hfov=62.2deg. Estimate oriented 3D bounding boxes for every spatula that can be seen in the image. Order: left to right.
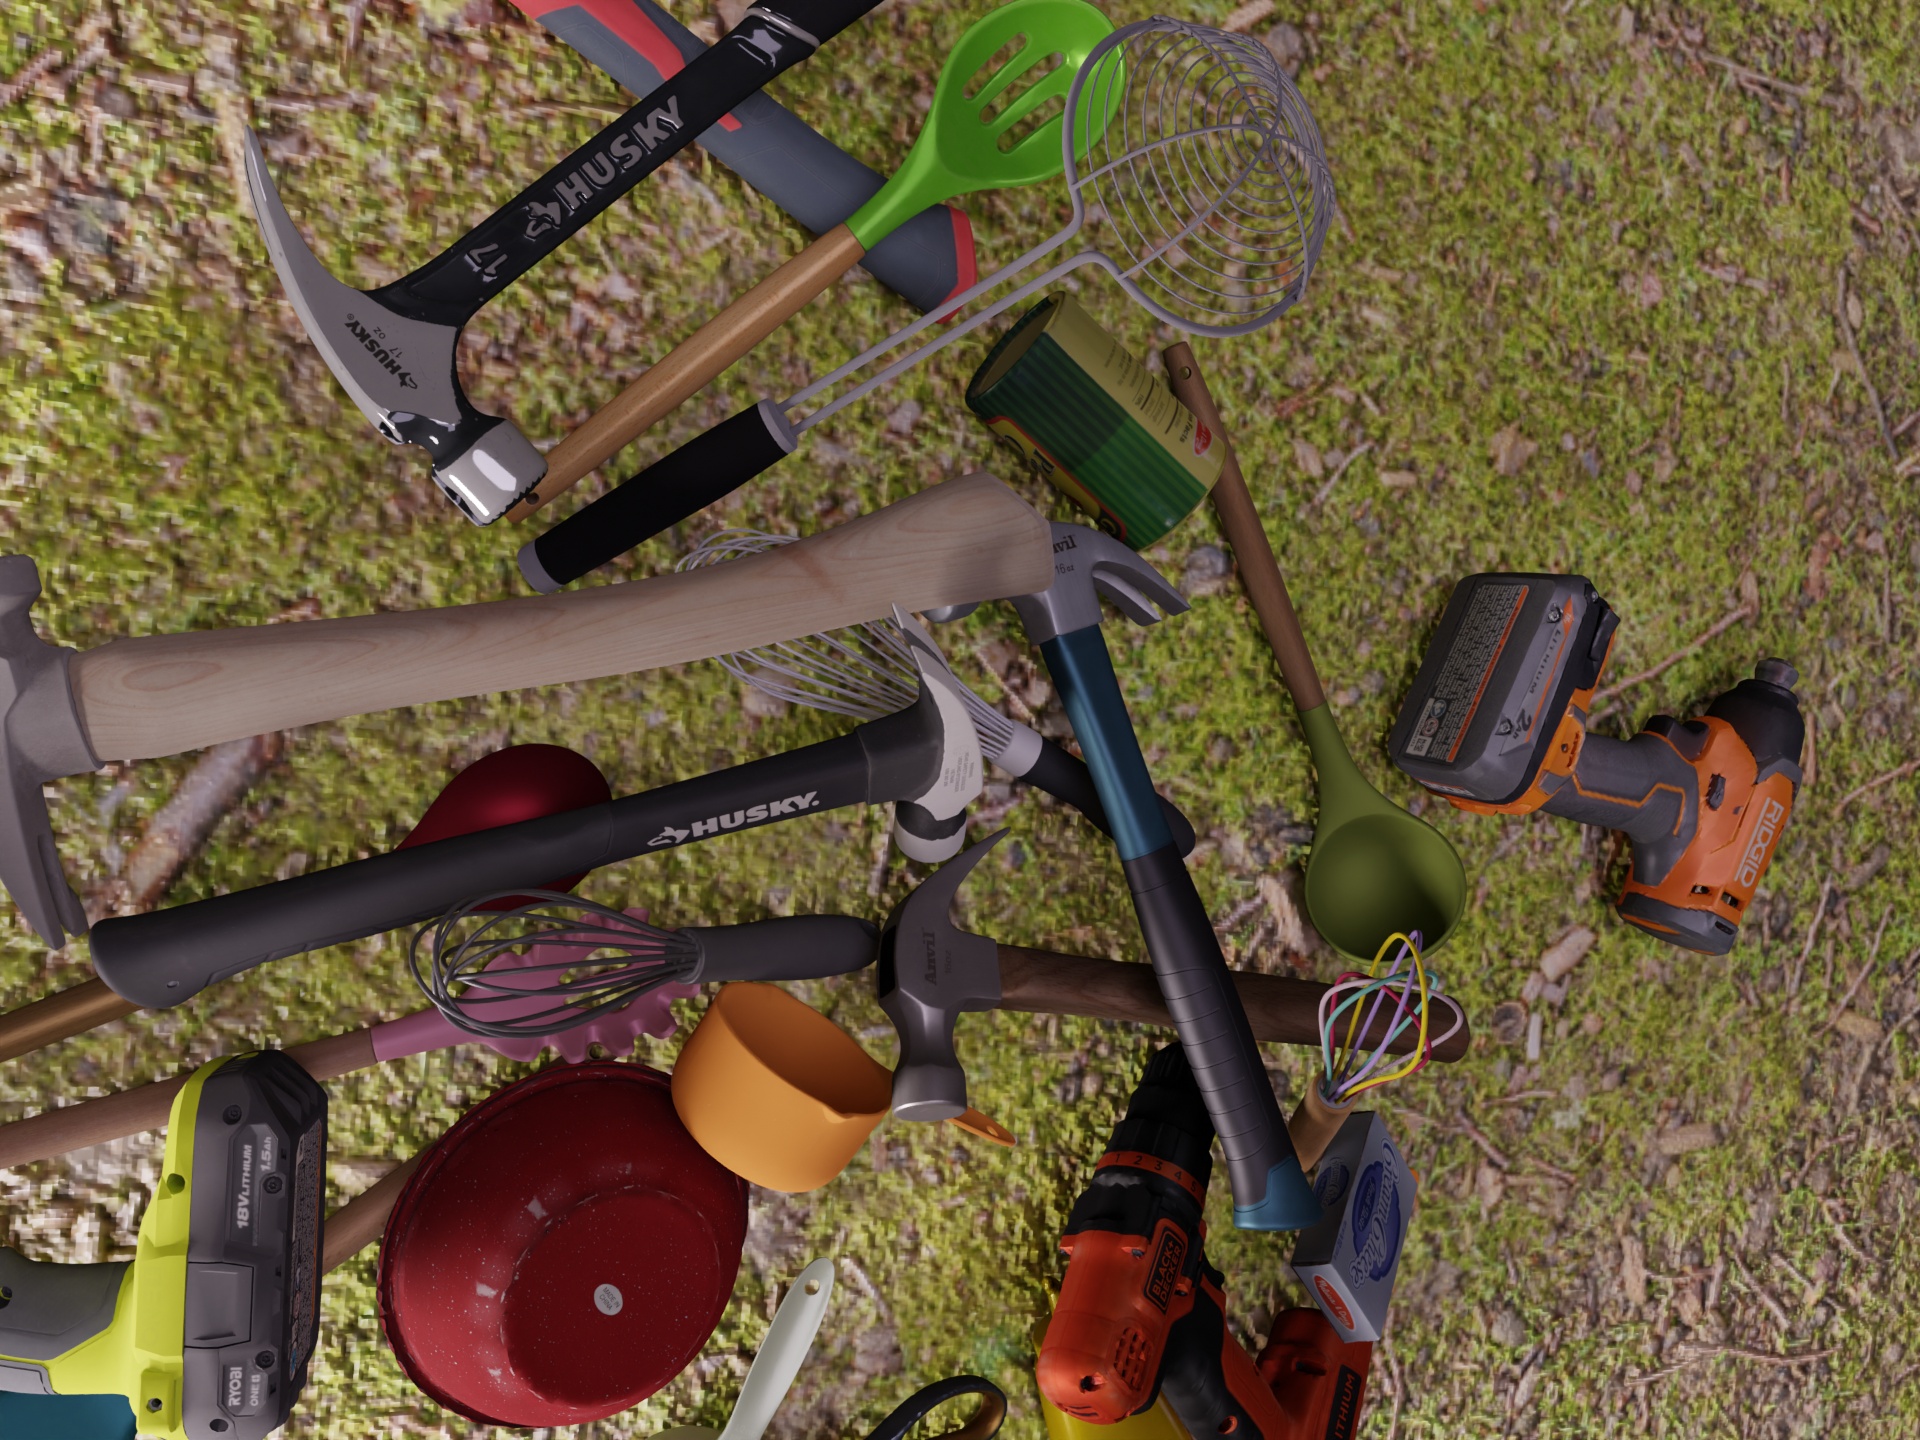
[{"bbox_3d":[-0.267,0.222,0.635,0.317,0.044,0.082,-36,88,-15],"label":"spatula"}]

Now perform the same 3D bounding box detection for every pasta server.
[{"bbox_3d":[-0.262,0.137,0.633,0.316,0.040,0.060,-13,87,-17],"label":"pasta server"}]

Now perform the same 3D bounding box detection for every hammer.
[{"bbox_3d":[-0.165,-0.021,0.609,0.410,0.038,0.146,-10,100,-6],"label":"hammer"},{"bbox_3d":[-0.158,-0.274,0.634,0.386,0.038,0.143,34,84,-19],"label":"hammer"},{"bbox_3d":[-0.150,0.044,0.608,0.334,0.146,0.035,-14,56,-15],"label":"hammer"},{"bbox_3d":[-0.087,-0.261,0.619,0.409,0.036,0.149,-47,106,-20],"label":"hammer"},{"bbox_3d":[0.086,0.070,0.697,0.128,0.033,0.331,-20,90,-38],"label":"hammer"},{"bbox_3d":[0.112,0.129,0.751,0.331,0.031,0.130,11,58,-28],"label":"hammer"}]

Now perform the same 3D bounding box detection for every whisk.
[{"bbox_3d":[-0.111,0.092,0.631,0.238,0.055,0.055,7,93,-53],"label":"whisk"},{"bbox_3d":[-0.002,-0.002,0.709,0.284,0.070,0.070,30,84,-25],"label":"whisk"},{"bbox_3d":[0.170,0.161,0.706,0.051,0.244,0.047,-27,62,-17],"label":"whisk"}]

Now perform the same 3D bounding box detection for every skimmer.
[{"bbox_3d":[-0.018,-0.153,0.649,0.363,0.090,0.127,-29,102,11],"label":"skimmer"}]

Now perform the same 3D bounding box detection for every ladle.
[{"bbox_3d":[-0.286,0.088,0.627,0.315,0.031,0.069,-22,105,-15],"label":"ladle"},{"bbox_3d":[0.161,-0.029,0.763,0.078,0.062,0.320,-22,100,8],"label":"ladle"}]

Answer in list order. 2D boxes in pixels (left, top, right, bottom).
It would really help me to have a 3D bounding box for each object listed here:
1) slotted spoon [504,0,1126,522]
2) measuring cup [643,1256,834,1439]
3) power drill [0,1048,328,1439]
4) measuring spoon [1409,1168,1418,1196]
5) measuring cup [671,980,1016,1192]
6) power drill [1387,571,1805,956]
[{"bbox_3d":[-0.065,-0.183,0.649,0.314,0.031,0.070,-38,122,2],"label":"slotted spoon"},{"bbox_3d":[-0.102,0.311,0.707,0.083,0.038,0.167,30,82,-20],"label":"measuring cup"},{"bbox_3d":[-0.352,0.174,0.562,0.228,0.080,0.190,2,88,-12],"label":"power drill"},{"bbox_3d":[0.214,0.289,0.833,0.021,0.011,0.117,29,85,-20],"label":"measuring spoon"},{"bbox_3d":[-0.049,0.176,0.697,0.173,0.095,0.052,32,99,-34],"label":"measuring cup"},{"bbox_3d":[0.344,0.008,0.821,0.226,0.084,0.164,28,84,-24],"label":"power drill"}]
